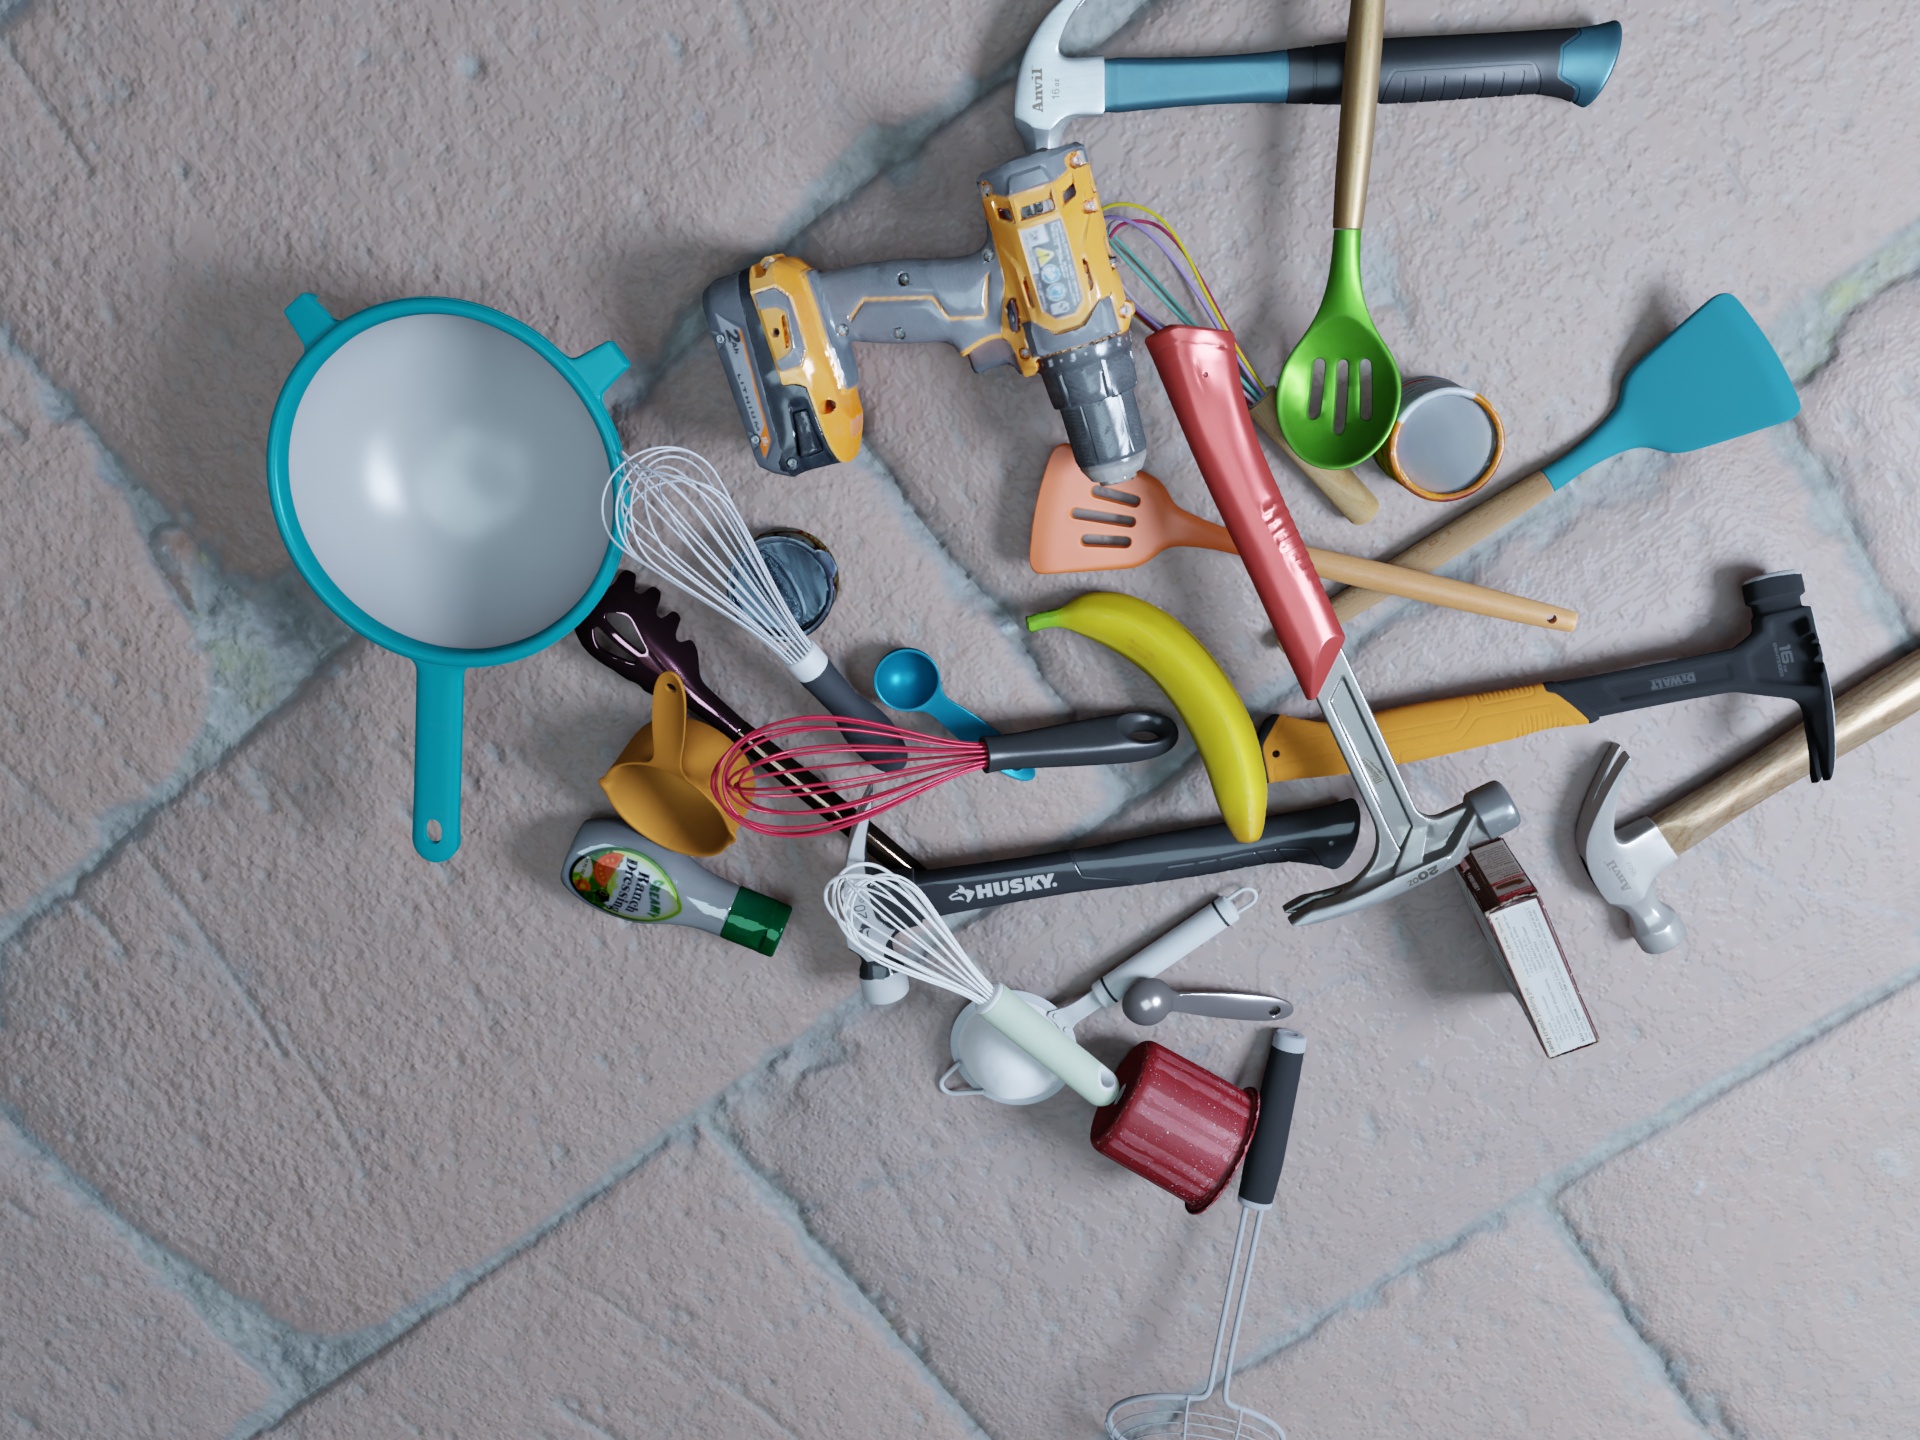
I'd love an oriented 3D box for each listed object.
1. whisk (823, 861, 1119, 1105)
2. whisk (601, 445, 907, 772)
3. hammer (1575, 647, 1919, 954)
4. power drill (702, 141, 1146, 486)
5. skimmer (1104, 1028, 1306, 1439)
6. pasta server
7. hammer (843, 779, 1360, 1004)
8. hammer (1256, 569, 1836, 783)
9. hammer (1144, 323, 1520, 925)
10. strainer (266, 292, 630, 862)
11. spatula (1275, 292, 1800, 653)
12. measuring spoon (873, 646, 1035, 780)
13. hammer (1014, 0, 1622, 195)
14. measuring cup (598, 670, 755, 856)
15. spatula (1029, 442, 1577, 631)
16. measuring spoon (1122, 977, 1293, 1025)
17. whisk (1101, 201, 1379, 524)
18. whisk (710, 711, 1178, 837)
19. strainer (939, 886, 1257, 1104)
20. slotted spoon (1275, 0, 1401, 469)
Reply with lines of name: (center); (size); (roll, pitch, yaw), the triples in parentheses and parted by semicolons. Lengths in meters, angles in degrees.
whisk: (0.011, 0.171, 1.002); (0.246, 0.058, 0.059); (41, 131, -19)
whisk: (-0.110, -0.056, 0.938); (0.070, 0.070, 0.284); (-30, 130, 11)
hammer: (0.534, 0.007, 0.982); (0.331, 0.031, 0.130); (-36, 103, 12)
power drill: (-0.011, -0.203, 0.903); (0.226, 0.084, 0.185); (-14, 107, 15)
skimmer: (0.190, 0.383, 1.118); (0.127, 0.090, 0.363); (10, 98, 2)
pasta server: (-0.121, 0.020, 1.022); (0.316, 0.040, 0.060); (40, 105, -14)
hammer: (0.088, 0.089, 1.015); (0.335, 0.035, 0.146); (-9, 112, 2)
hammer: (0.348, 0.002, 0.970); (0.337, 0.034, 0.127); (-10, 83, 10)
hammer: (0.188, -0.059, 0.919); (0.149, 0.037, 0.359); (-26, 102, 6)
strainer: (-0.297, -0.084, 0.961); (0.211, 0.095, 0.340); (9, 110, 2)
spatula: (0.326, -0.128, 0.942); (0.317, 0.044, 0.082); (-33, 96, 13)
measuring spoon: (-0.002, -0.003, 1.015); (0.128, 0.021, 0.042); (38, 106, -18)
hammer: (0.195, -0.357, 0.883); (0.331, 0.033, 0.128); (-2, 108, 3)
measuring cup: (-0.167, 0.012, 0.968); (0.095, 0.052, 0.173); (22, 140, 7)
spatula: (0.204, -0.094, 0.947); (0.322, 0.041, 0.081); (14, 107, 8)
measuring spoon: (0.166, 0.191, 1.047); (0.124, 0.018, 0.034); (6, 114, -17)
whisk: (0.163, -0.206, 0.928); (0.047, 0.051, 0.245); (-44, 104, 9)
whisk: (-0.004, 0.022, 0.966); (0.295, 0.073, 0.073); (-6, 108, -16)
strainer: (0.089, 0.185, 1.056); (0.258, 0.050, 0.087); (-36, 99, 9)
slotted spoon: (0.217, -0.296, 0.871); (0.070, 0.031, 0.313); (7, 109, 20)
